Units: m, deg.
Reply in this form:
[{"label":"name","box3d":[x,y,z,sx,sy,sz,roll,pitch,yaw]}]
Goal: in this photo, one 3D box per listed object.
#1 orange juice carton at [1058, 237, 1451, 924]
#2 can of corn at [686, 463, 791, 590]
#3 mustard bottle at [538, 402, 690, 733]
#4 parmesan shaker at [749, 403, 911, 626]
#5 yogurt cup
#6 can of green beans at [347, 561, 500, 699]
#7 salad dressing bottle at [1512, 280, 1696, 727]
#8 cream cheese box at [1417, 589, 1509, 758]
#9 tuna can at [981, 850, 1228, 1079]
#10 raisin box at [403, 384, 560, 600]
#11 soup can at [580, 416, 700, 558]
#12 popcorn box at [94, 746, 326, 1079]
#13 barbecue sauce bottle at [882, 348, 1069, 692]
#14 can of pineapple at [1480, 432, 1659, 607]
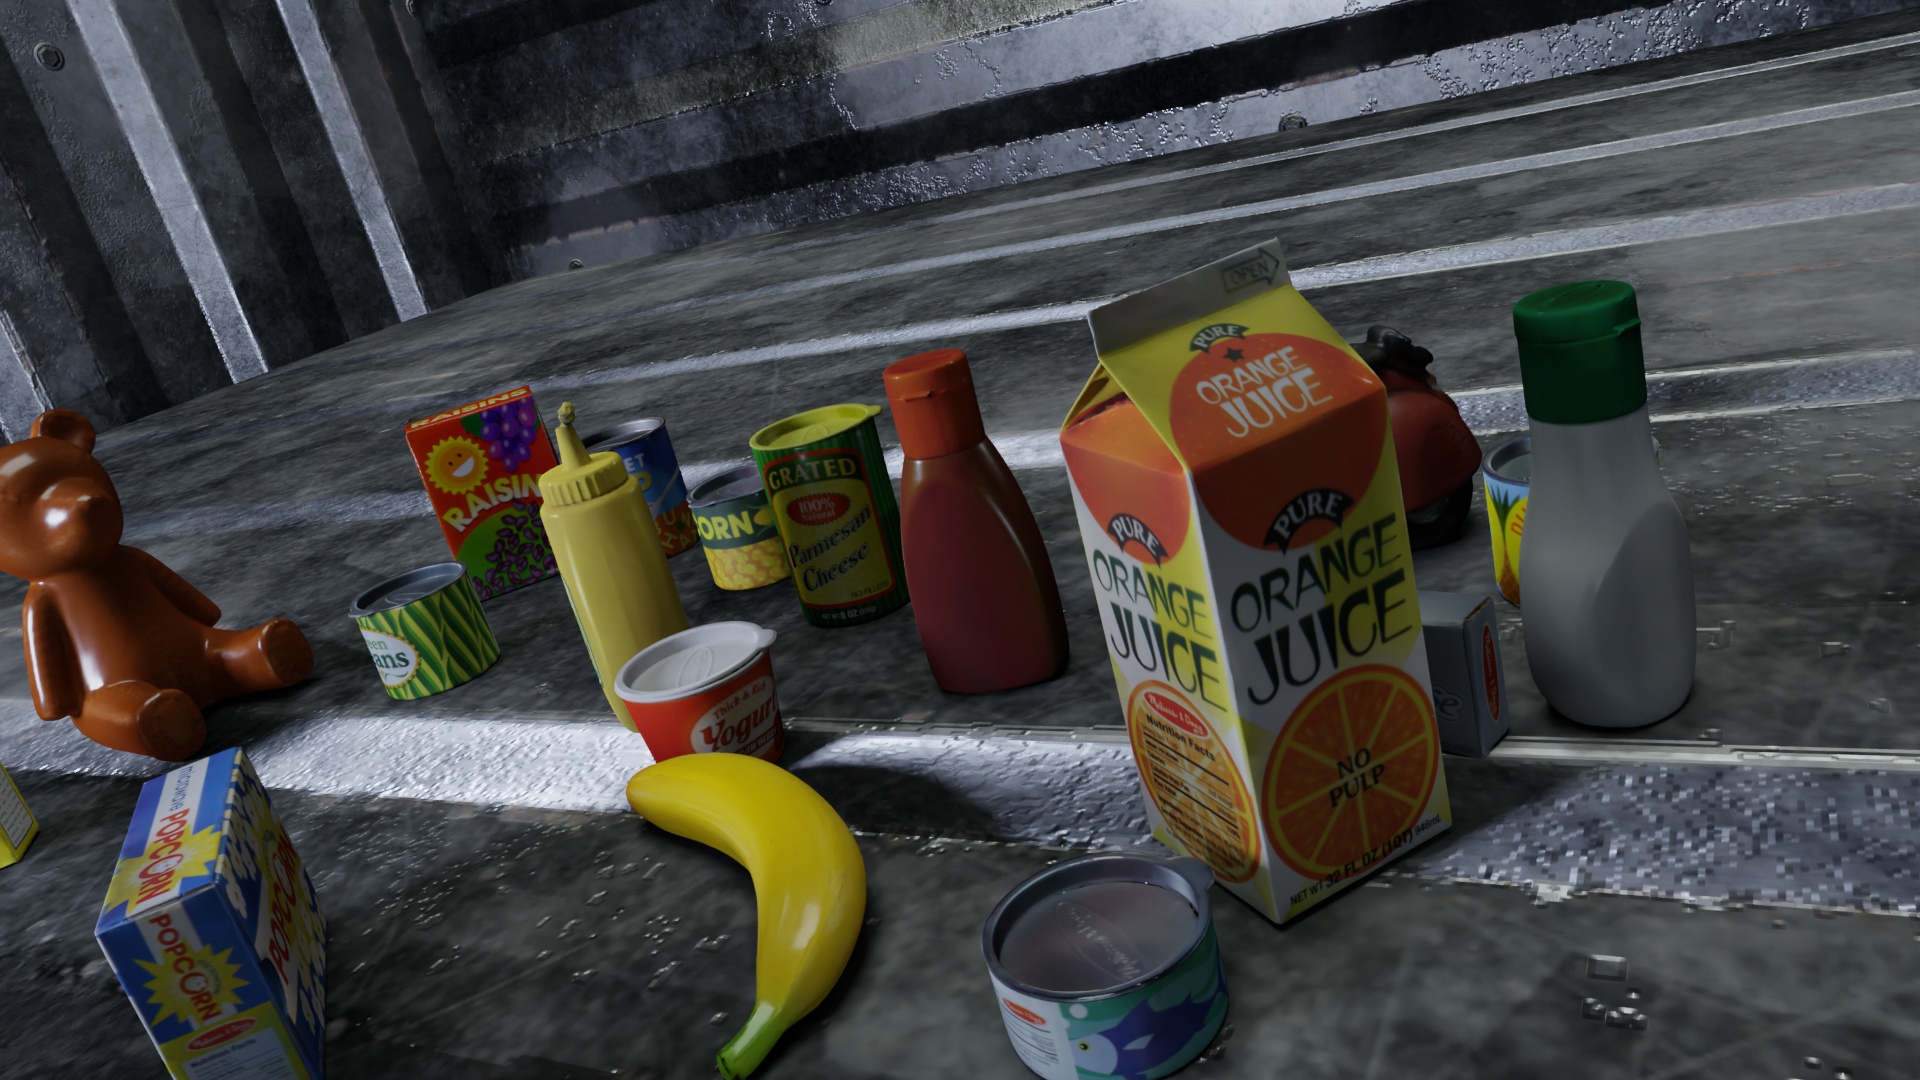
[{"label":"orange juice carton","box3d":[0.088,0.011,0.428,0.072,0.192,0.073,-22,20,-21]},{"label":"can of corn","box3d":[-0.126,-0.008,0.834,0.071,0.058,0.071,-13,19,5]},{"label":"mustard bottle","box3d":[-0.165,0.010,0.658,0.049,0.159,0.065,-19,19,-10]},{"label":"parmesan shaker","box3d":[-0.063,-0.014,0.737,0.071,0.102,0.071,-13,19,5]},{"label":"yogurt cup","box3d":[-0.110,0.073,0.605,0.072,0.053,0.072,-13,19,5]},{"label":"can of green beans","box3d":[-0.308,0.052,0.802,0.071,0.057,0.071,-13,19,5]},{"label":"salad dressing bottle","box3d":[0.213,-0.011,0.464,0.064,0.147,0.044,-24,21,-25]},{"label":"cream cheese box","box3d":[0.142,0.044,0.505,0.104,0.053,0.024,4,27,43]},{"label":"tuna can","box3d":[0.044,0.120,0.397,0.071,0.032,0.071,-13,19,5]},{"label":"raisin box","box3d":[-0.308,-0.031,0.931,0.086,0.123,0.040,-21,20,-16]},{"label":"soup can","box3d":[-0.217,-0.031,0.924,0.071,0.083,0.071,-13,19,5]},{"label":"popcorn box","box3d":[-0.261,0.136,0.494,0.038,0.085,0.127,-21,20,-18]},{"label":"barbecue sauce bottle","box3d":[0.002,-0.008,0.605,0.065,0.148,0.044,-8,20,19]},{"label":"can of pineapple","box3d":[0.249,-0.008,0.565,0.071,0.057,0.071,-13,19,5]}]
